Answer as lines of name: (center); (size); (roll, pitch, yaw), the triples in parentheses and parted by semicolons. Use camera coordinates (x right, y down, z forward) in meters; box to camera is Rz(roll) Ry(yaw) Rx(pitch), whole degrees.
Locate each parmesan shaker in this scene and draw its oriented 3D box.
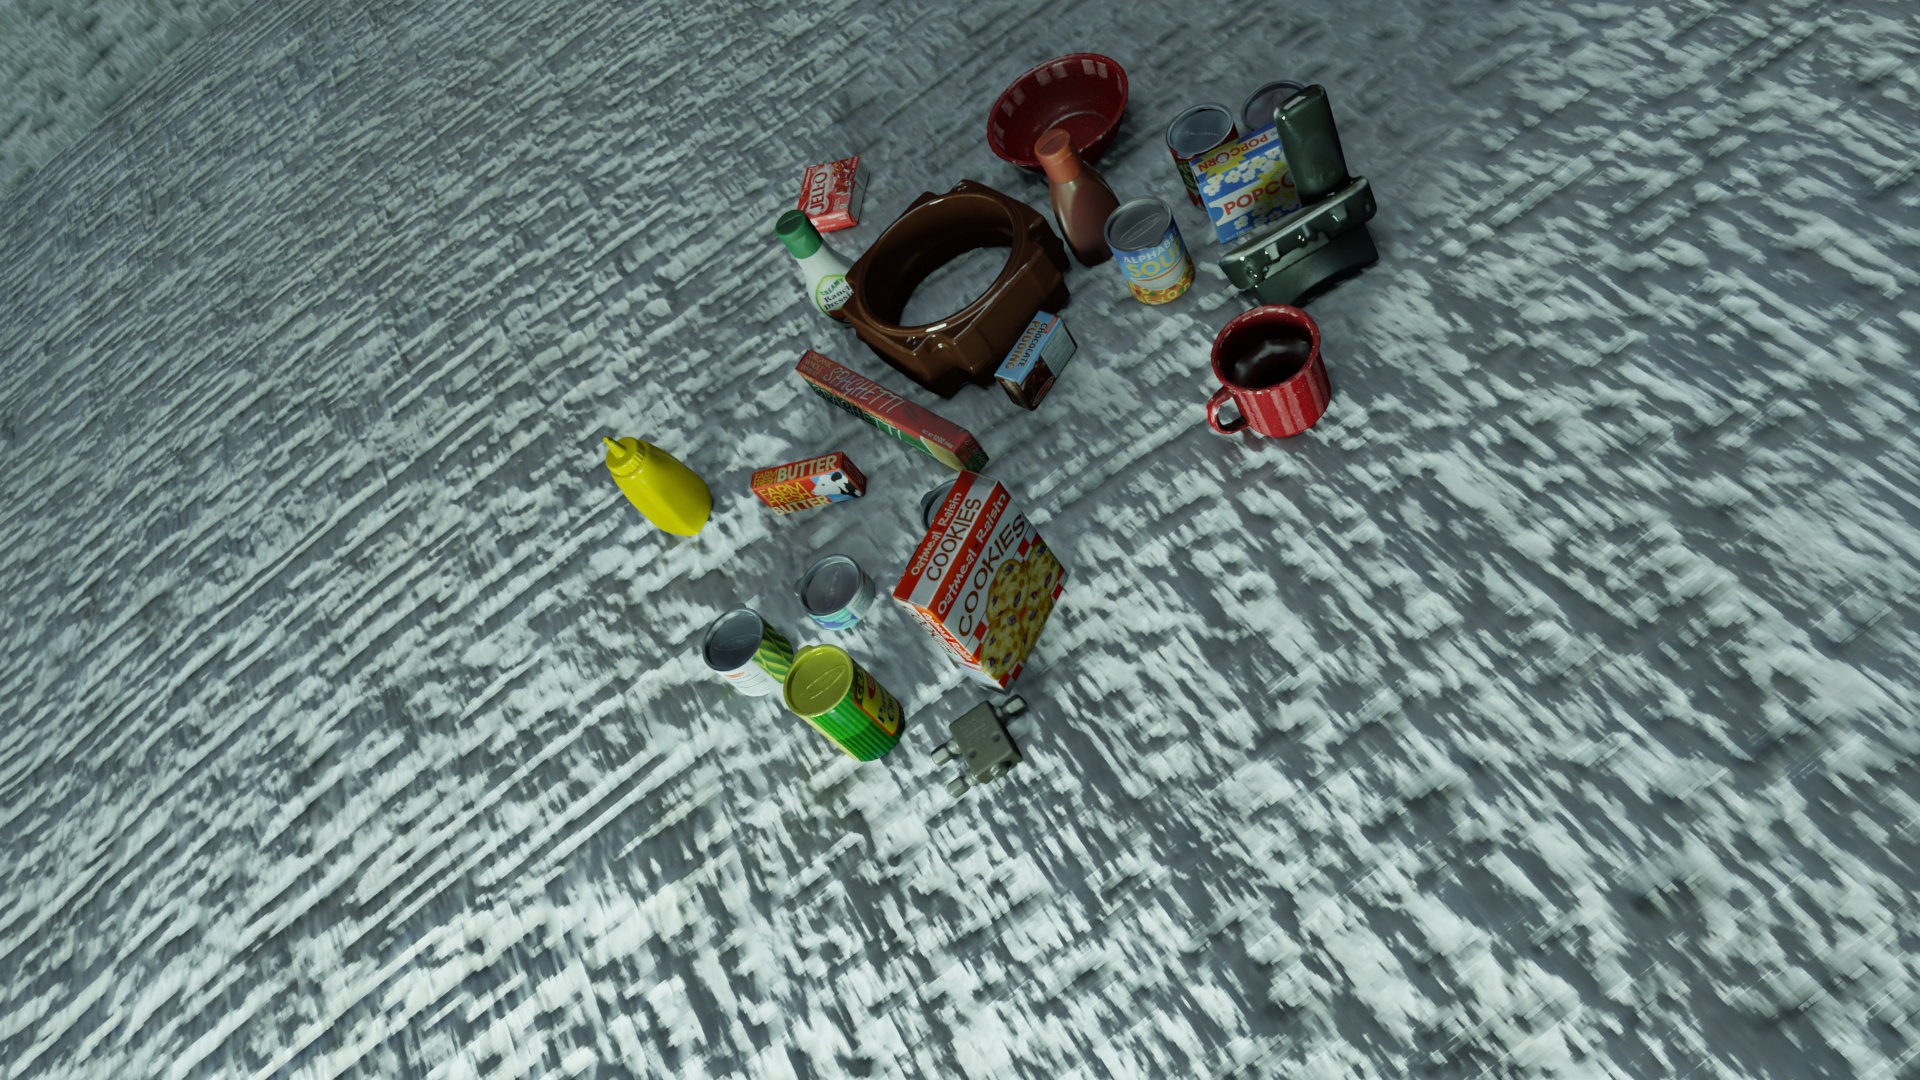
parmesan shaker: (-0.099, 0.139, 1.193); (0.071, 0.102, 0.071); (-14, 55, 20)

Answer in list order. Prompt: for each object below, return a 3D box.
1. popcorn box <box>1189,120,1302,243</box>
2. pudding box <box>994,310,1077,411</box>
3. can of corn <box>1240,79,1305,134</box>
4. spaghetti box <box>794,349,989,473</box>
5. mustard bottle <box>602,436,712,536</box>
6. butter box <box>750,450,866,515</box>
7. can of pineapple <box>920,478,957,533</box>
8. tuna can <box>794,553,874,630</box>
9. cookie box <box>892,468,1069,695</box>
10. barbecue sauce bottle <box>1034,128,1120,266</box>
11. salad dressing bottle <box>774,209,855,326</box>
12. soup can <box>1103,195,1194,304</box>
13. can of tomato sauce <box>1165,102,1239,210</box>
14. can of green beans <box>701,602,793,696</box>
popcorn box: (0.290, -0.346, 1.314); (0.126, 0.085, 0.038); (-23, 52, 13)
pudding box: (0.074, -0.174, 1.339); (0.030, 0.049, 0.084); (23, 73, 37)
can of corn: (0.316, -0.405, 1.357); (0.071, 0.058, 0.071); (-13, 55, 20)
spaghetti box: (-0.073, -0.129, 1.387); (0.250, 0.050, 0.029); (30, 77, 38)
mustard bottle: (-0.312, -0.064, 1.399); (0.049, 0.159, 0.065); (2, 61, 29)
butter box: (-0.151, -0.056, 1.379); (0.103, 0.053, 0.024); (-12, 56, 21)
can of pineapple: (0.005, -0.016, 1.268); (0.071, 0.057, 0.071); (-13, 55, 20)
tuna can: (-0.118, 0.049, 1.307); (0.071, 0.032, 0.071); (-13, 55, 20)
cookie box: (0.020, 0.037, 1.154); (0.040, 0.167, 0.123); (16, 69, 34)
barbecue sauce bottle: (0.116, -0.337, 1.359); (0.065, 0.148, 0.044); (-42, 50, -2)
salad dressing bottle: (-0.144, -0.287, 1.463); (0.064, 0.147, 0.044); (-27, 51, 11)
soup can: (0.182, -0.274, 1.325); (0.071, 0.083, 0.072); (-13, 55, 20)
can of tomato sauce: (0.244, -0.372, 1.357); (0.071, 0.083, 0.071); (-13, 55, 20)
can of green beans: (-0.198, 0.104, 1.296); (0.071, 0.057, 0.071); (-13, 55, 20)
